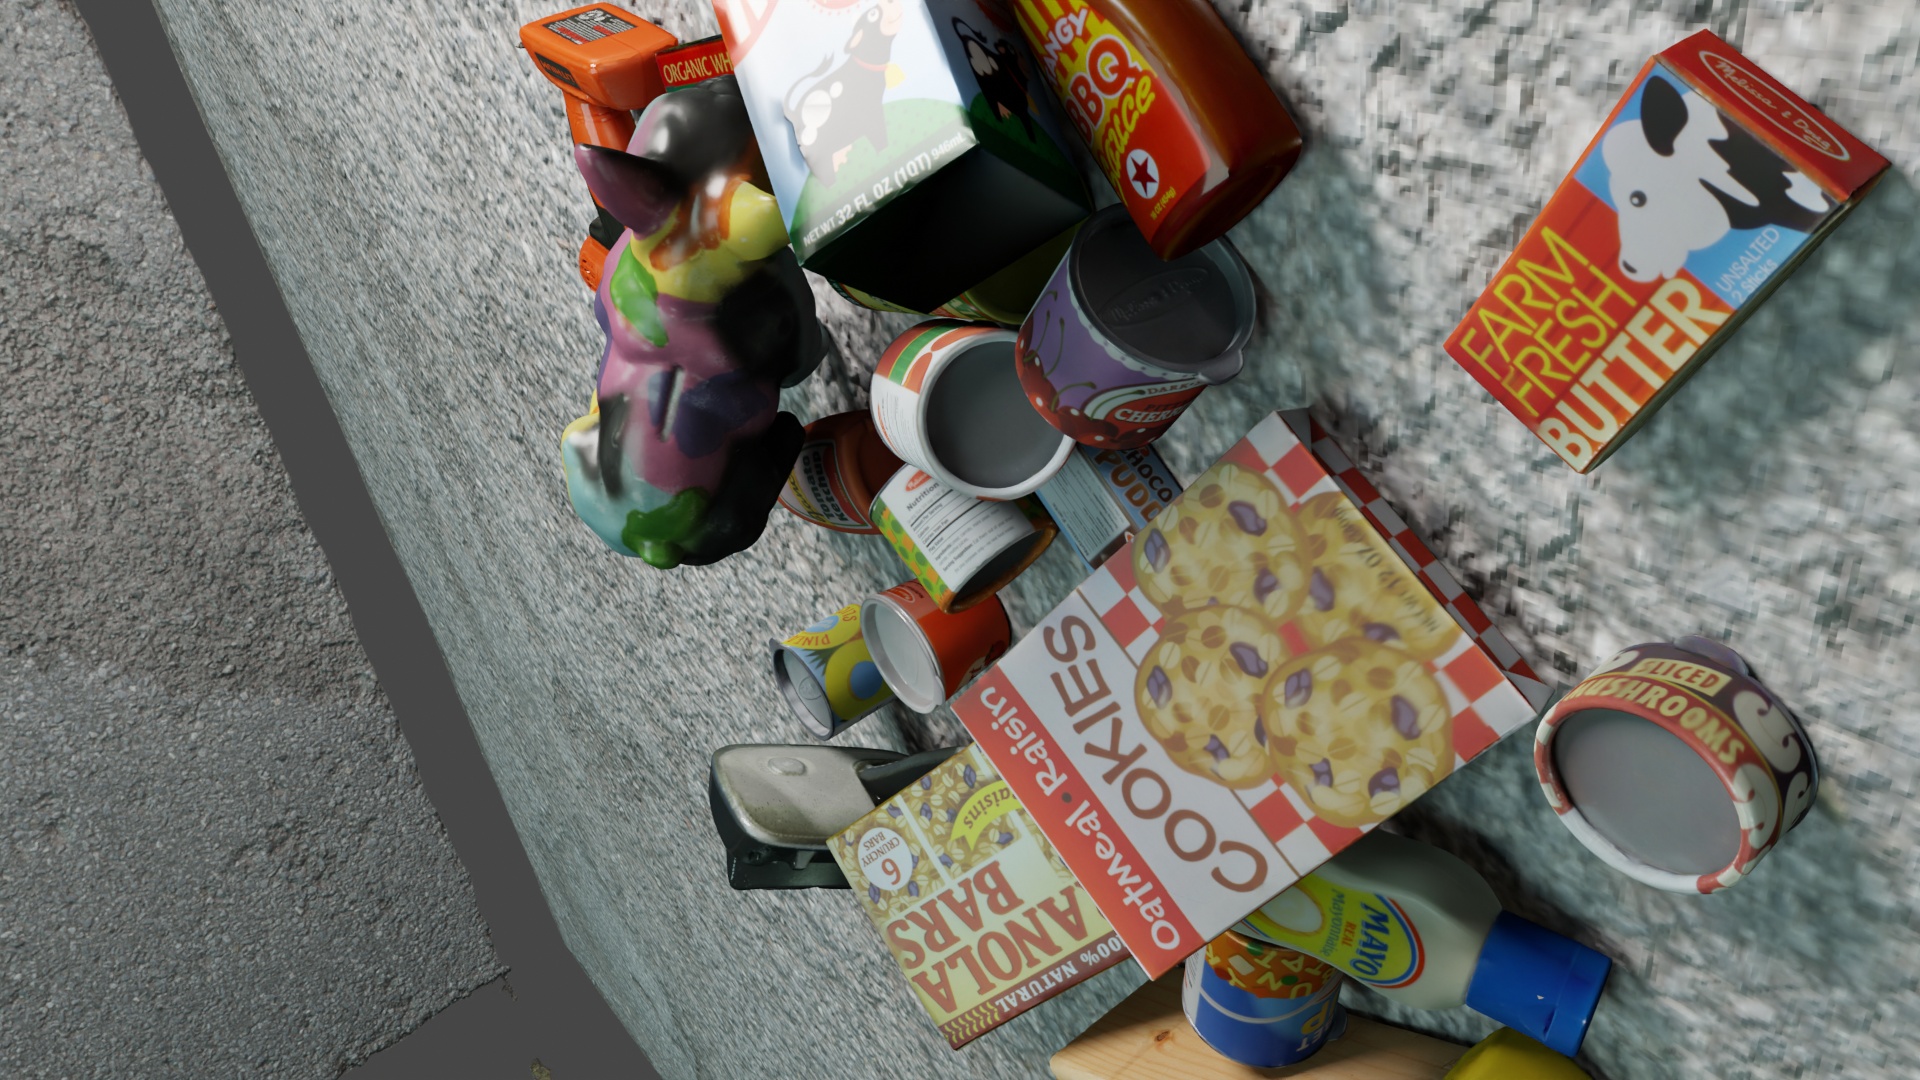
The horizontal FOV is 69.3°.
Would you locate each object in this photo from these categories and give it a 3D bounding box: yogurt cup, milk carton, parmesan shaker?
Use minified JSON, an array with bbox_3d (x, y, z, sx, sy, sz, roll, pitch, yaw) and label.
[{"bbox_3d":[-0.012,0.047,0.718,0.072,0.054,0.072,40,146,35],"label":"yogurt cup"},{"bbox_3d":[-0.032,-0.179,0.457,0.072,0.073,0.191,-28,72,27],"label":"milk carton"},{"bbox_3d":[-0.004,-0.118,0.540,0.103,0.071,0.071,17,129,54],"label":"parmesan shaker"}]

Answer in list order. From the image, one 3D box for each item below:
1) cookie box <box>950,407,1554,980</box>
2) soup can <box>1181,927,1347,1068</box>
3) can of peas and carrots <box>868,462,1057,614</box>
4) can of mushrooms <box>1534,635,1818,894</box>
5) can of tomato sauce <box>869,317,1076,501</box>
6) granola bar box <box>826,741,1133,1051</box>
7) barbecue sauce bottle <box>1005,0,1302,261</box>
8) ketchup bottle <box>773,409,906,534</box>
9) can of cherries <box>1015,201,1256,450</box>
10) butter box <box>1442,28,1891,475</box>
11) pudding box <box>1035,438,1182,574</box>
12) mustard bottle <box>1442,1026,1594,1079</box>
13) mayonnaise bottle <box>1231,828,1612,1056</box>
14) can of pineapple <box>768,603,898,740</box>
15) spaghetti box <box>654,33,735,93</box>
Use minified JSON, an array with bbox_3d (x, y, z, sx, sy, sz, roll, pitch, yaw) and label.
[{"bbox_3d":[0.092,0.055,0.479,0.166,0.040,0.123,-45,74,27],"label":"cookie box"},{"bbox_3d":[0.131,0.170,0.581,0.071,0.071,0.083,37,144,37],"label":"soup can"},{"bbox_3d":[0.002,-0.008,0.633,0.059,0.071,0.070,52,151,15],"label":"can of peas and carrots"},{"bbox_3d":[0.202,0.063,0.396,0.071,0.033,0.070,41,147,34],"label":"can of mushrooms"},{"bbox_3d":[0.006,-0.055,0.555,0.083,0.071,0.071,-144,32,-71],"label":"can of tomato sauce"},{"bbox_3d":[0.028,0.158,0.679,0.165,0.039,0.124,-38,80,28],"label":"granola bar box"},{"bbox_3d":[0.045,-0.164,0.436,0.148,0.044,0.064,58,158,7],"label":"barbecue sauce bottle"},{"bbox_3d":[-0.073,-0.036,0.756,0.148,0.044,0.064,2,117,59],"label":"ketchup bottle"},{"bbox_3d":[0.059,-0.070,0.474,0.071,0.072,0.058,55,152,11],"label":"can of cherries"},{"bbox_3d":[0.167,-0.066,0.343,0.053,0.024,0.103,50,151,19],"label":"butter box"},{"bbox_3d":[0.068,-0.005,0.560,0.084,0.030,0.049,56,151,9],"label":"pudding box"},{"bbox_3d":[0.235,0.250,0.484,0.160,0.065,0.048,46,145,20],"label":"mustard bottle"},{"bbox_3d":[0.152,0.133,0.501,0.148,0.041,0.064,21,123,30],"label":"mayonnaise bottle"},{"bbox_3d":[-0.075,0.078,0.848,0.071,0.058,0.070,39,145,35],"label":"can of pineapple"},{"bbox_3d":[-0.065,-0.201,0.601,0.250,0.029,0.050,18,131,53],"label":"spaghetti box"}]
